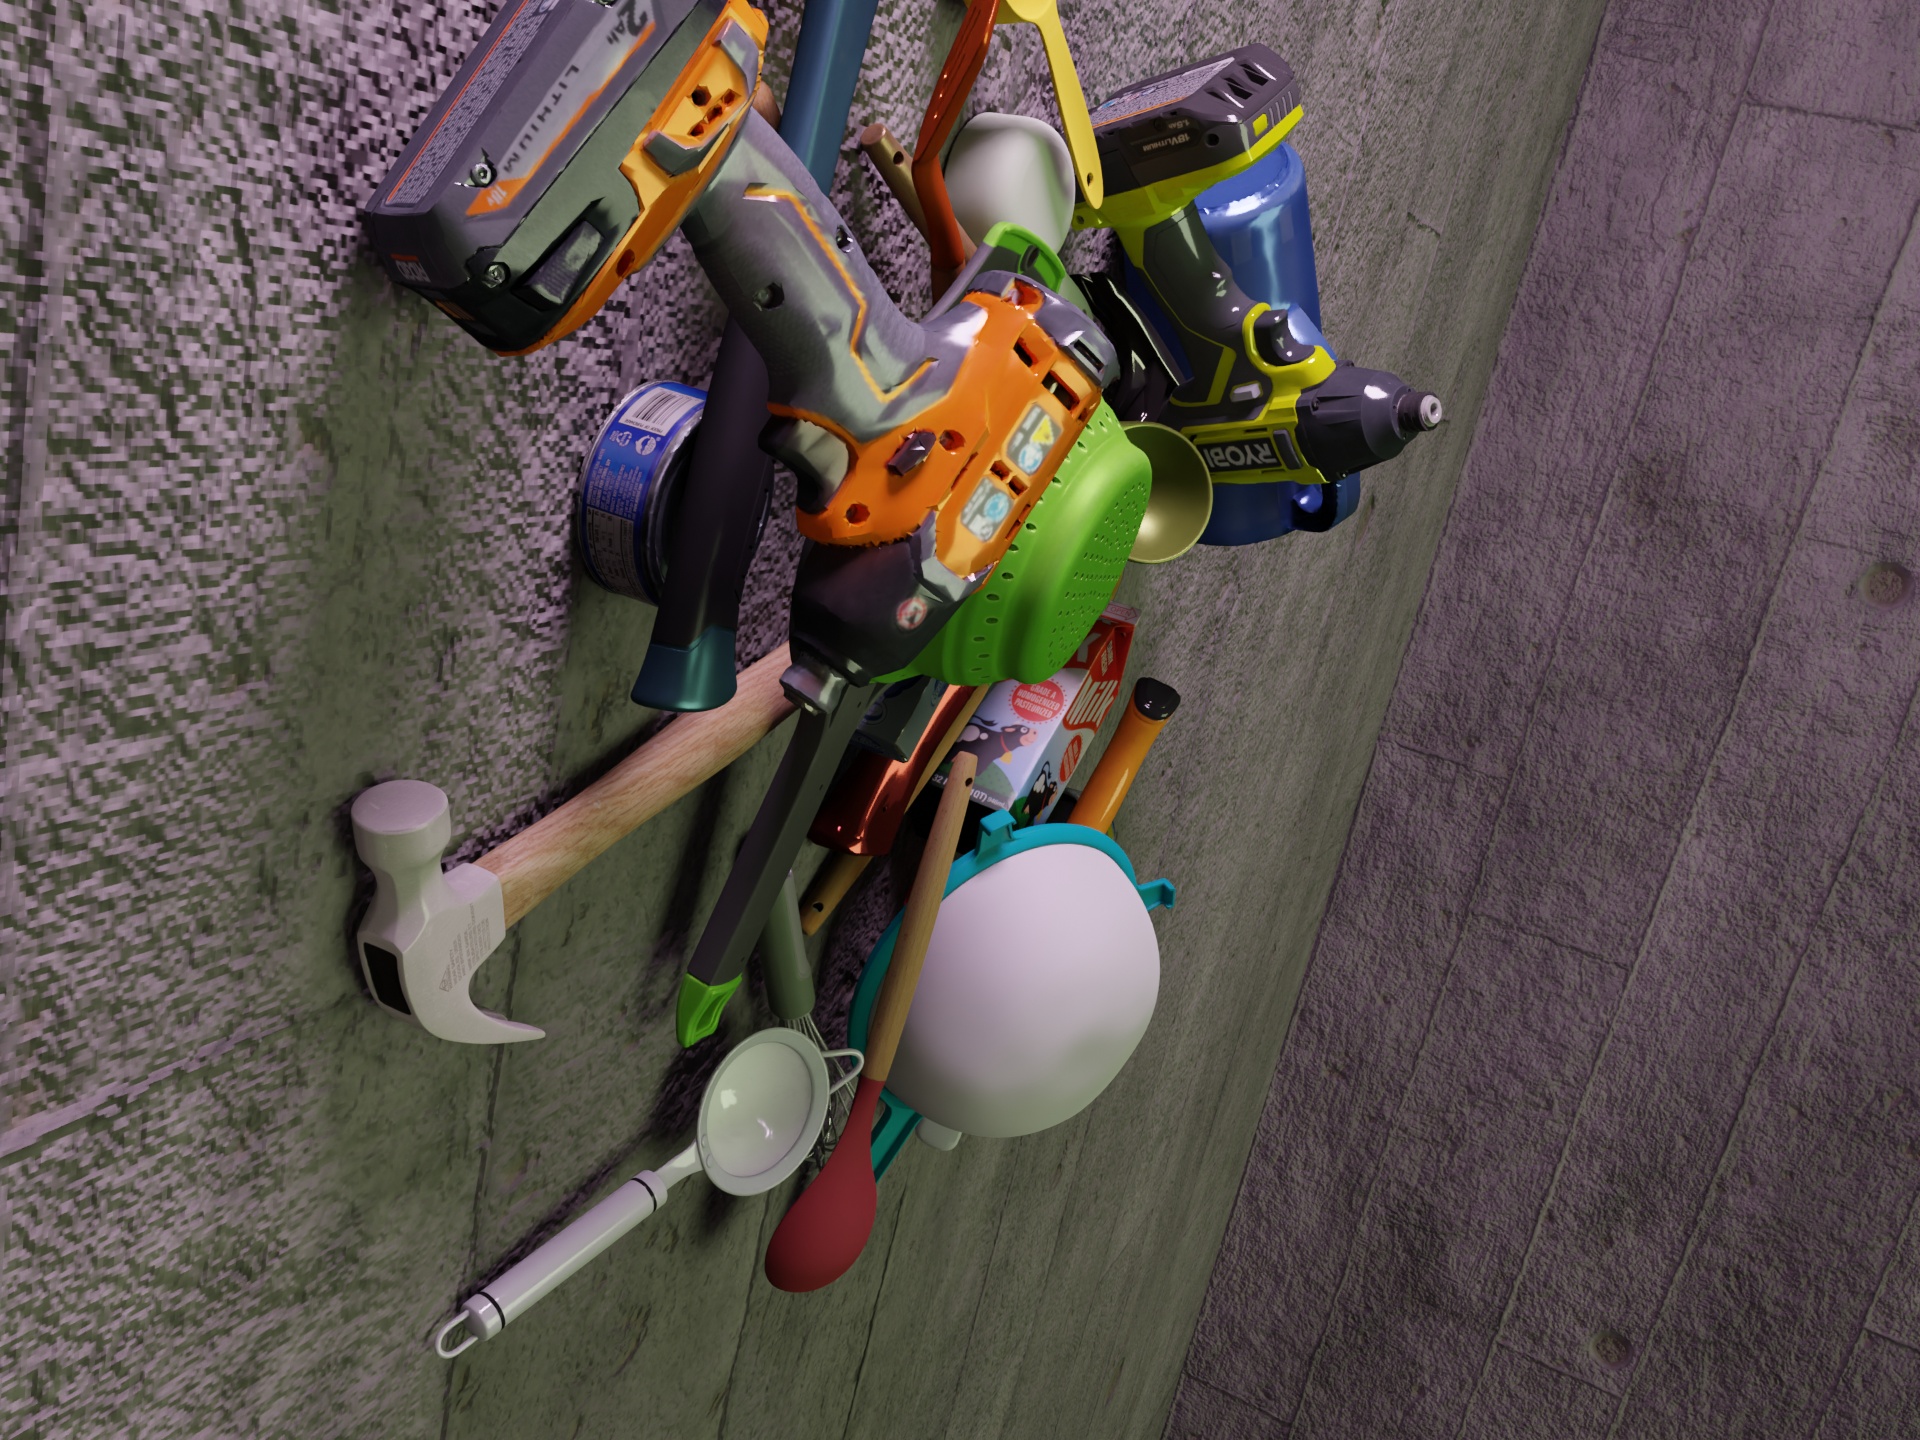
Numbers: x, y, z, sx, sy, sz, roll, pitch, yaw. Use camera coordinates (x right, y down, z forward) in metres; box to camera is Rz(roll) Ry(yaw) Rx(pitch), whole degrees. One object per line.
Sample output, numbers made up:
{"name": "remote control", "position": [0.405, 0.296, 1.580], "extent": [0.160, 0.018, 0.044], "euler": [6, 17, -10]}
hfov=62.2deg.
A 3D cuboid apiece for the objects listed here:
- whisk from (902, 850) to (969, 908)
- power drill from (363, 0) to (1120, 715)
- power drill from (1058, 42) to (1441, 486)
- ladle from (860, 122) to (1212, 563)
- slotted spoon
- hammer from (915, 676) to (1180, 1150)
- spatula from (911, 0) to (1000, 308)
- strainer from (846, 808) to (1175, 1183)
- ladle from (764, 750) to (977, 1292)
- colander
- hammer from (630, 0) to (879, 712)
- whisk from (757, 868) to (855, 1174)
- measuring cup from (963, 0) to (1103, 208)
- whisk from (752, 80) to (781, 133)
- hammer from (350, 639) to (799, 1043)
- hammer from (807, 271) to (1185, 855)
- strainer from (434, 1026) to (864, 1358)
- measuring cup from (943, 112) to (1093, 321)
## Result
{"name": "whisk", "position": [0.040, 0.062, 1.060], "extent": [0.296, 0.073, 0.073], "euler": [-55, 155, -47]}
{"name": "power drill", "position": [-0.063, -0.111, 0.499], "extent": [0.226, 0.084, 0.164], "euler": [36, 83, -37]}
{"name": "power drill", "position": [0.150, -0.228, 0.845], "extent": [0.080, 0.171, 0.223], "euler": [-47, 121, -29]}
{"name": "ladle", "position": [0.044, -0.178, 0.789], "extent": [0.078, 0.062, 0.319], "euler": [-58, 143, -8]}
{"name": "slotted spoon", "position": [-0.001, -0.003, 0.922], "extent": [0.314, 0.070, 0.031], "euler": [-54, 180, -23]}
{"name": "hammer", "position": [0.060, 0.124, 1.073], "extent": [0.337, 0.034, 0.127], "euler": [-64, 177, 9]}
{"name": "spatula", "position": [0.005, -0.185, 0.706], "extent": [0.322, 0.041, 0.081], "euler": [85, 12, -56]}
{"name": "strainer", "position": [0.010, 0.225, 0.947], "extent": [0.210, 0.095, 0.340], "euler": [26, 100, -47]}
{"name": "ladle", "position": [-0.040, 0.168, 0.865], "extent": [0.069, 0.031, 0.315], "euler": [13, 94, -46]}
{"name": "colander", "position": [-0.015, -0.010, 0.703], "extent": [0.397, 0.094, 0.204], "euler": [-65, 166, 12]}
{"name": "hammer", "position": [-0.064, -0.164, 0.573], "extent": [0.128, 0.033, 0.331], "euler": [13, 90, -63]}
{"name": "whisk", "position": [-0.088, 0.157, 0.851], "extent": [0.058, 0.059, 0.246], "euler": [-85, 173, -53]}
{"name": "measuring cup", "position": [0.033, -0.303, 0.730], "extent": [0.062, 0.029, 0.156], "euler": [-60, 144, -30]}
{"name": "whisk", "position": [-0.053, -0.163, 0.674], "extent": [0.244, 0.047, 0.051], "euler": [65, 37, -55]}
{"name": "hammer", "position": [-0.121, 0.020, 0.673], "extent": [0.331, 0.031, 0.130], "euler": [-42, 145, -51]}
{"name": "hammer", "position": [0.022, -0.079, 0.890], "extent": [0.149, 0.037, 0.359], "euler": [49, 66, -34]}
{"name": "strainer", "position": [-0.146, 0.220, 0.763], "extent": [0.258, 0.050, 0.086], "euler": [-30, 117, -48]}
{"name": "measuring cup", "position": [0.047, -0.241, 0.810], "extent": [0.167, 0.038, 0.083], "euler": [33, 75, -57]}
